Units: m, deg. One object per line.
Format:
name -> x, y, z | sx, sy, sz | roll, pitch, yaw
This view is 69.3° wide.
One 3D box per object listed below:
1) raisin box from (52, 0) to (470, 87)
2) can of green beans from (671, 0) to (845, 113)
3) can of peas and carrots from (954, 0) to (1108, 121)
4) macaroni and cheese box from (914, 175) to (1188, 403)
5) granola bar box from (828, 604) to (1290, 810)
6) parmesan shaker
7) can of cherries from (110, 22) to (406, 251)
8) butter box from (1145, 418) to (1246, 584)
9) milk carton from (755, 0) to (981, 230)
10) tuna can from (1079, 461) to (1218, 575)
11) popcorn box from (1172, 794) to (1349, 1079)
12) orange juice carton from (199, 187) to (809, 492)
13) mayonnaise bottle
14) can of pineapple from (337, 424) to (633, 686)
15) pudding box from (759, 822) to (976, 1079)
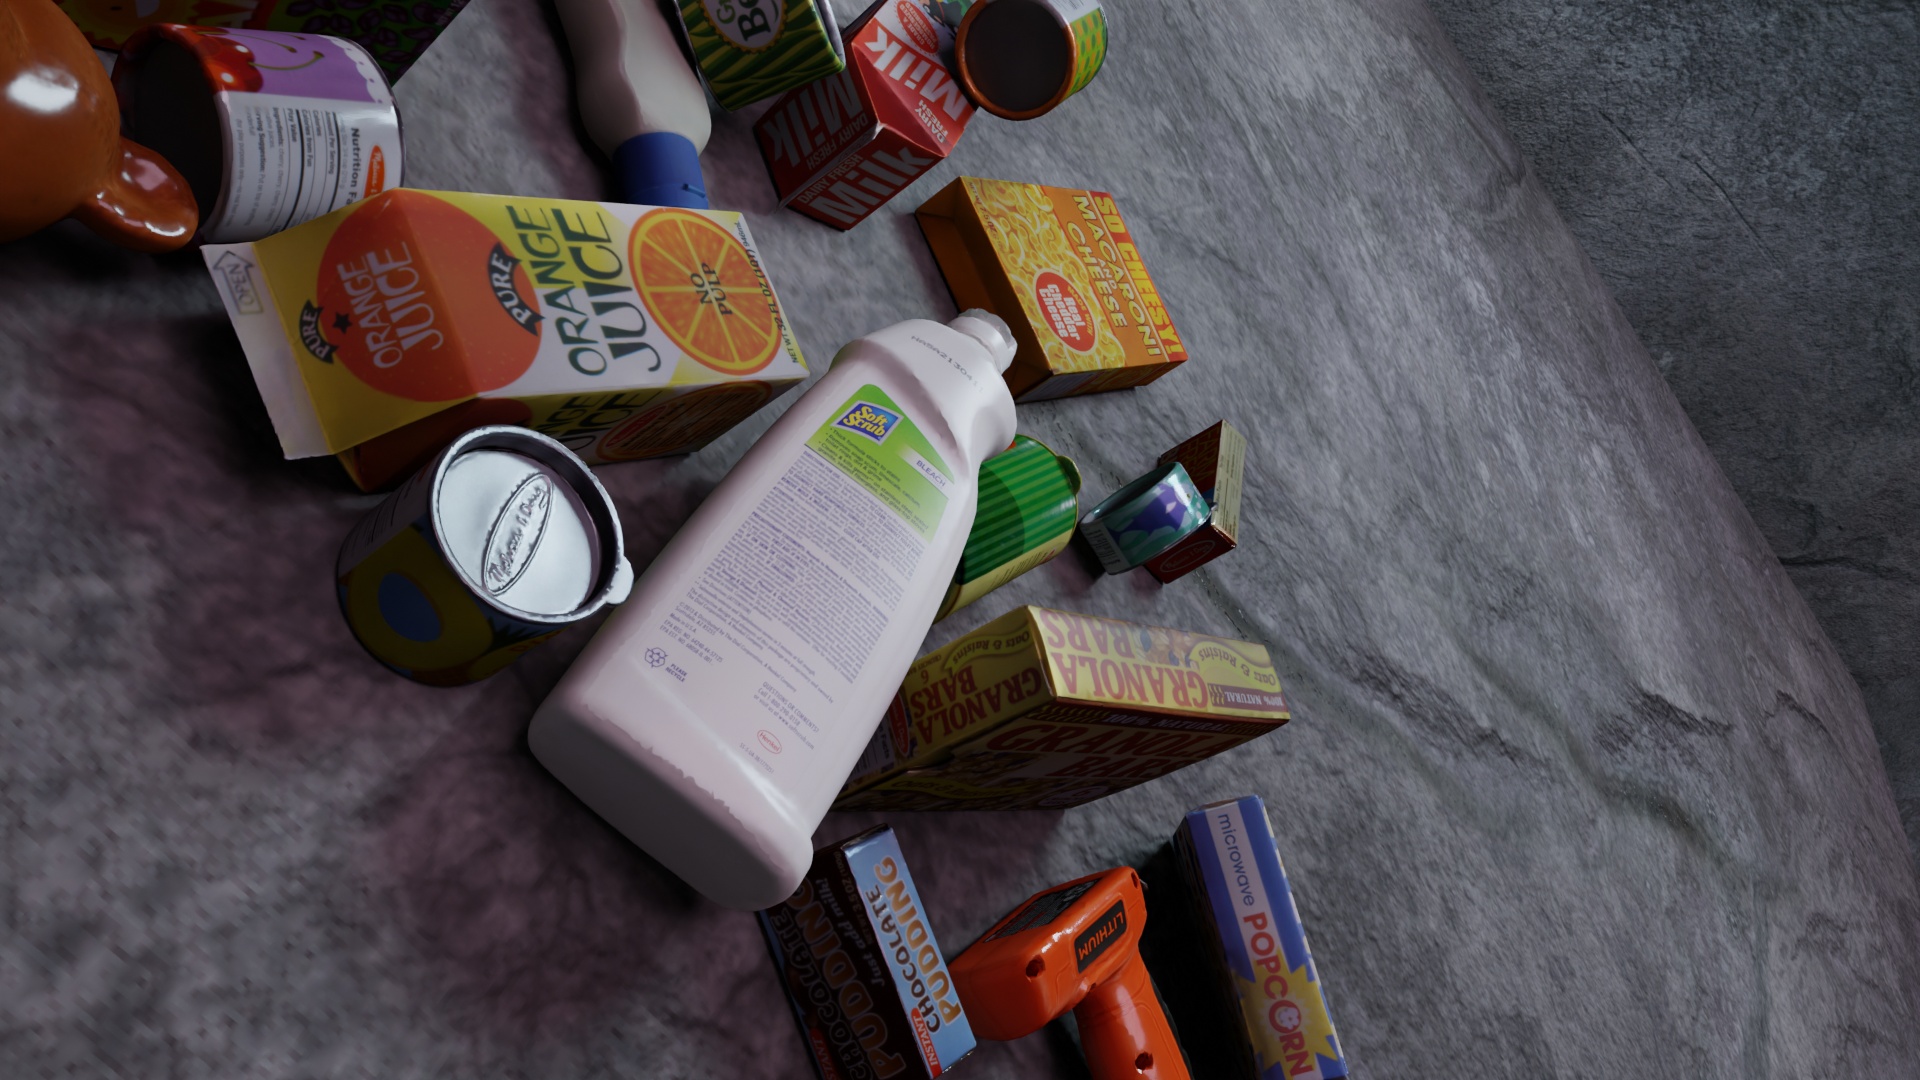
raisin box -> -0.229, -0.190, 0.444 | 0.123, 0.086, 0.040 | -4, 71, -53
can of green beans -> -0.090, -0.234, 0.626 | 0.071, 0.058, 0.071 | -20, 92, -82
can of peas and carrots -> 0.037, -0.254, 0.721 | 0.071, 0.070, 0.059 | 53, 35, -11
macaroni and cheese box -> 0.058, -0.148, 0.819 | 0.167, 0.040, 0.124 | -14, 78, -54
granola bar box -> 0.038, 0.074, 0.563 | 0.165, 0.124, 0.039 | 12, 56, -48
parmesan shaker -> 0.002, -0.008, 0.622 | 0.103, 0.071, 0.071 | -25, 87, -55
can of cherries -> -0.219, -0.125, 0.431 | 0.058, 0.071, 0.071 | -22, 84, -54
butter box -> 0.140, -0.024, 0.825 | 0.024, 0.053, 0.104 | 42, 38, -21
milk carton -> -0.041, -0.228, 0.721 | 0.073, 0.072, 0.192 | 47, 37, -20
tuna can -> 0.102, -0.014, 0.753 | 0.033, 0.071, 0.071 | 57, 35, -6
popcorn box -> 0.136, 0.188, 0.646 | 0.085, 0.038, 0.127 | 81, -5, -70
orange juice carton -> -0.149, -0.067, 0.471 | 0.193, 0.073, 0.072 | -14, 78, -54
mayonnaise bottle -> -0.139, -0.196, 0.602 | 0.065, 0.041, 0.148 | 13, 57, -54
can of pineapple -> -0.148, 0.007, 0.432 | 0.071, 0.057, 0.071 | 31, 45, -36
pudding box -> -0.035, 0.147, 0.485 | 0.030, 0.049, 0.084 | -9, 74, -56
